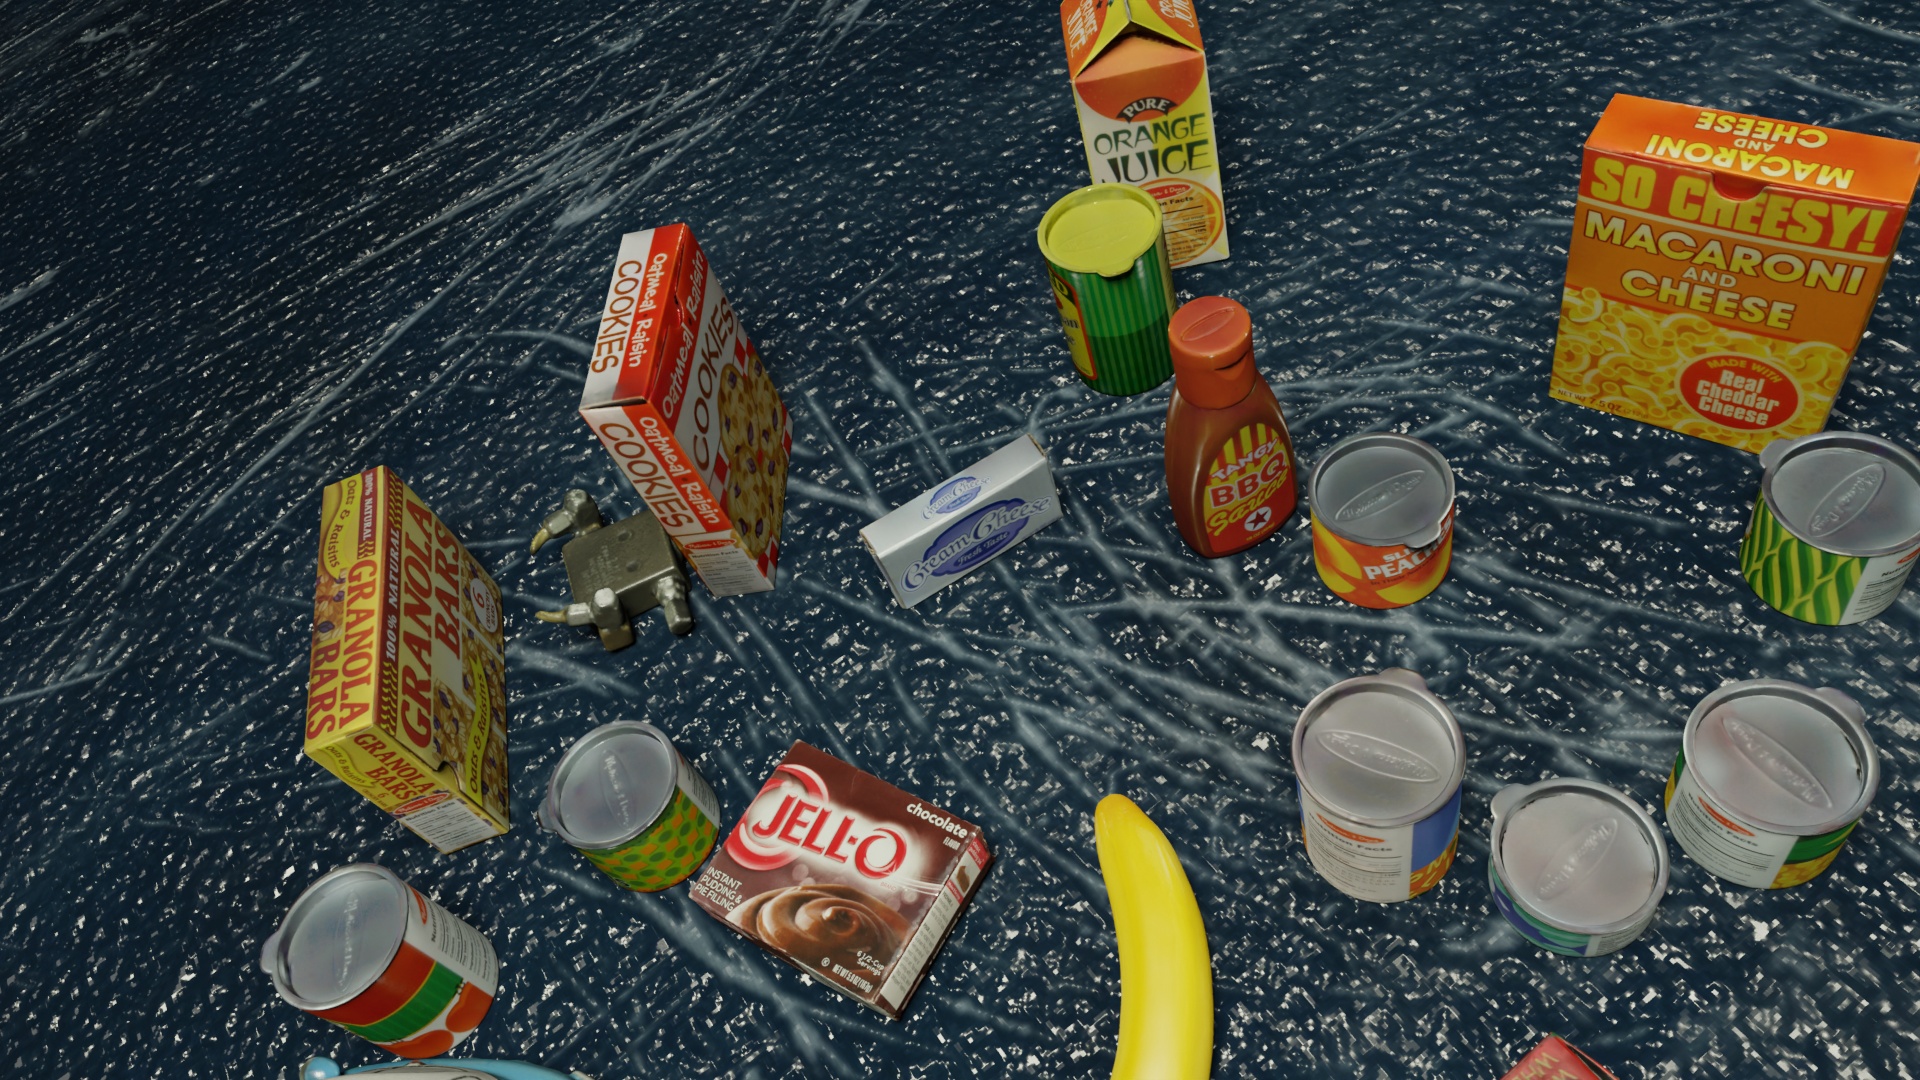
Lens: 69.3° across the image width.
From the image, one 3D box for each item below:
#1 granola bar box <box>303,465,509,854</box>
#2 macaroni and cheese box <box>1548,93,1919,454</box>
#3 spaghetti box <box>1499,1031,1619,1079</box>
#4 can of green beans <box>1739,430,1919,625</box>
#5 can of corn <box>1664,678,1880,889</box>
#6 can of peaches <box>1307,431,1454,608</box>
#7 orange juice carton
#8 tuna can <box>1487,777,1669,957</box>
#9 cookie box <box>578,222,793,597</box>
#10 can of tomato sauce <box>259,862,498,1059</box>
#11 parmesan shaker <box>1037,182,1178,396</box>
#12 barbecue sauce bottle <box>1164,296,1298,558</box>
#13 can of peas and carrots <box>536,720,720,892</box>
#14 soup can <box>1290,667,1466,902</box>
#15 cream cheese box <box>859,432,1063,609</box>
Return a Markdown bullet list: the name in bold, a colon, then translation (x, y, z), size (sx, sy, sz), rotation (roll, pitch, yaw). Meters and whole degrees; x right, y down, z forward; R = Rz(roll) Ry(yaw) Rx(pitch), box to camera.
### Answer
- **granola bar box**: translation (-0.283, 0.061, 0.723), size (0.039, 0.123, 0.166), rotation (-19, 52, 3)
- **macaroni and cheese box**: translation (0.344, -0.114, 0.633), size (0.124, 0.165, 0.040), rotation (22, 64, 29)
- **spaghetti box**: translation (0.133, 0.269, 0.491), size (0.250, 0.050, 0.029), rotation (-37, 53, -11)
- **can of green beans**: translation (0.384, -0.005, 0.610), size (0.071, 0.057, 0.071), rotation (-8, 53, 11)
- **can of corn**: translation (0.323, 0.096, 0.554), size (0.071, 0.058, 0.071), rotation (-8, 53, 11)
- **can of peaches**: translation (0.203, -0.007, 0.667), size (0.071, 0.057, 0.071), rotation (-8, 53, 11)
- **orange juice carton**: translation (0.103, -0.244, 0.784), size (0.073, 0.191, 0.072), rotation (-10, 53, 10)
- **tuna can**: translation (0.248, 0.132, 0.567), size (0.071, 0.032, 0.071), rotation (-8, 53, 11)
- **cookie box**: translation (-0.139, -0.066, 0.744), size (0.040, 0.166, 0.123), rotation (-7, 53, 12)
- **can of tomato sauce**: translation (-0.266, 0.198, 0.644), size (0.071, 0.082, 0.071), rotation (-8, 53, 11)
- **parmesan shaker**: translation (0.086, -0.134, 0.766), size (0.071, 0.102, 0.071), rotation (-8, 53, 11)
- **barbecue sauce bottle**: translation (0.126, -0.053, 0.666), size (0.065, 0.148, 0.044), rotation (-30, 52, -5)
- **can of peas and carrots**: translation (-0.160, 0.131, 0.676), size (0.071, 0.058, 0.071), rotation (-8, 53, 11)
- **soup can**: translation (0.175, 0.103, 0.578), size (0.071, 0.083, 0.072), rotation (-8, 53, 11)
- **cream cheese box**: translation (0.003, -0.009, 0.732), size (0.104, 0.053, 0.024), rotation (-30, 52, -6)
